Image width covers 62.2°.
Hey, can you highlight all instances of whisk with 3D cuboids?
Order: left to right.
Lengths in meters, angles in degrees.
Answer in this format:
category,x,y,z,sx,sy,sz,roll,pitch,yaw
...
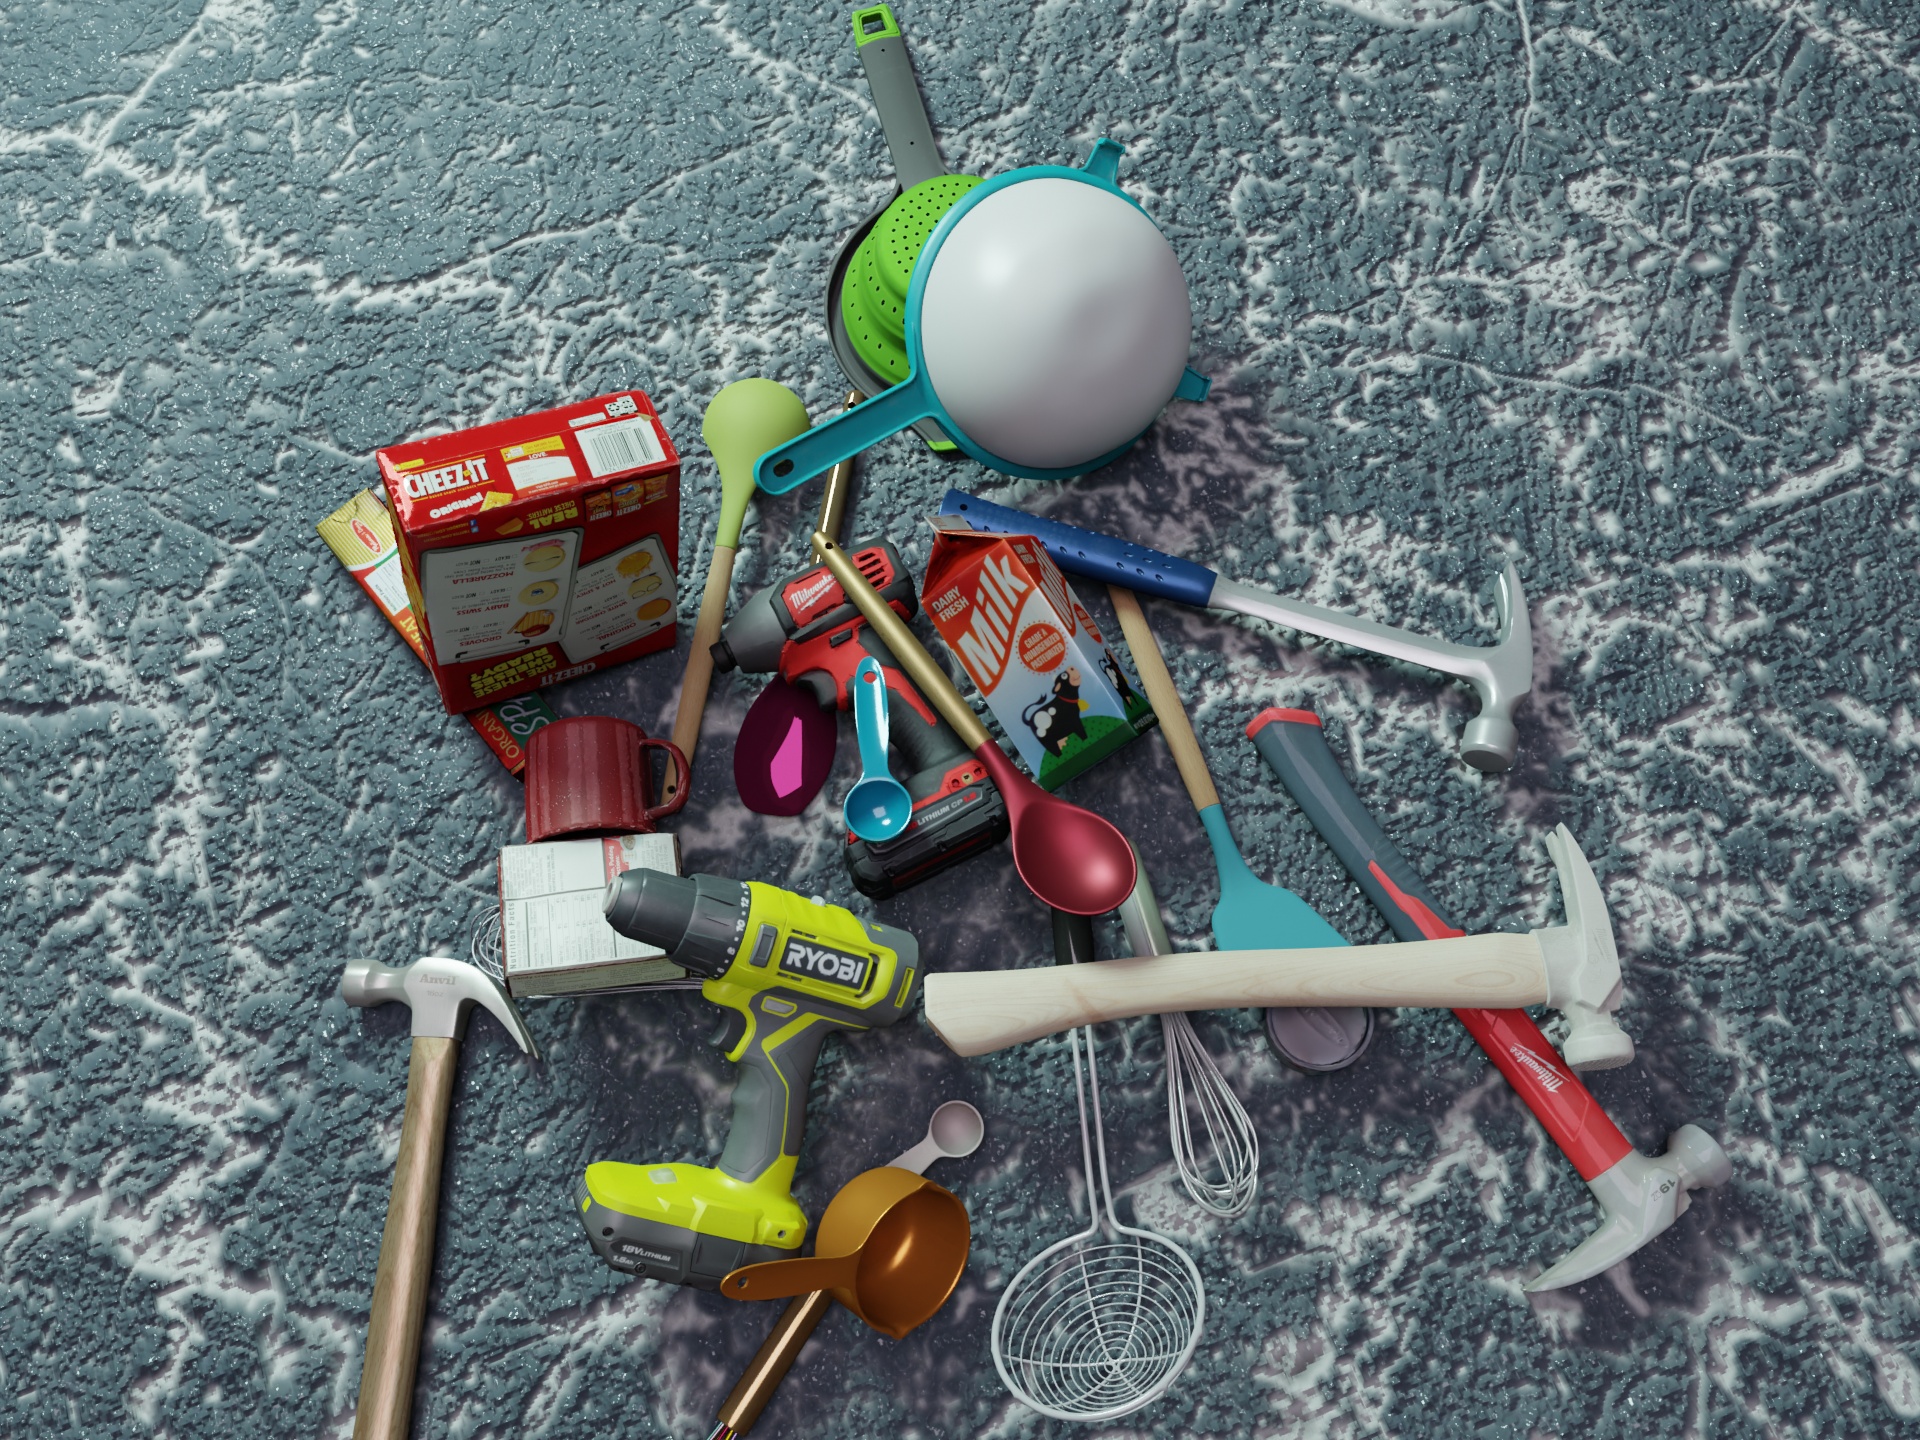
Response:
category,x,y,z,sx,sy,sz,roll,pitch,yaw
whisk,-0.175,0.159,1.017,0.284,0.070,0.070,8,72,2
whisk,-0.145,0.434,0.929,0.051,0.047,0.245,31,73,14
whisk,0.132,0.186,0.991,0.059,0.057,0.247,0,62,-33

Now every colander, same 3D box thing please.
category,x,y,z,sx,sy,sz,roll,pitch,yaw
colander,-0.023,-0.395,1.169,0.204,0.094,0.397,-16,71,-1

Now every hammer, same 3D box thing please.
category,x,y,z,sx,sy,sz,roll,pitch,yaw
hammer,-0.339,0.314,0.988,0.130,0.031,0.331,1,72,5
hammer,0.181,-0.089,1.068,0.405,0.035,0.144,17,65,8
hammer,0.183,0.146,0.953,0.410,0.038,0.146,-3,67,0
hammer,0.292,0.157,0.992,0.143,0.038,0.386,-34,73,-6

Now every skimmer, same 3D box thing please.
category,x,y,z,sx,sy,sz,roll,pitch,yaw
skimmer,0.069,0.222,0.957,0.127,0.090,0.364,-12,69,19

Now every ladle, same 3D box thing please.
category,x,y,z,sx,sy,sz,roll,pitch,yaw
ladle,-0.168,-0.091,1.113,0.078,0.062,0.320,10,79,4
ladle,-0.002,-0.003,0.989,0.069,0.031,0.316,-31,70,-22

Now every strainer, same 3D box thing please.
category,x,y,z,sx,sy,sz,roll,pitch,yaw
strainer,0.023,-0.232,1.046,0.340,0.095,0.210,-31,112,-14

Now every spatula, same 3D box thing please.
category,x,y,z,sx,sy,sz,roll,pitch,yaw
spatula,0.157,0.030,1.041,0.082,0.044,0.318,-18,70,-7

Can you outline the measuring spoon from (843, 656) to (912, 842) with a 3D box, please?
category,x,y,z,sx,sy,sz,roll,pitch,yaw
measuring spoon,-0.053,0.020,0.991,0.042,0.021,0.129,-5,62,-1

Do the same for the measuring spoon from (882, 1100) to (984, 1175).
category,x,y,z,sx,sy,sz,roll,pitch,yaw
measuring spoon,-0.037,0.282,0.989,0.124,0.018,0.034,-38,74,-1

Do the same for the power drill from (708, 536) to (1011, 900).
category,x,y,z,sx,sy,sz,roll,pitch,yaw
power drill,-0.065,-0.002,1.041,0.143,0.078,0.220,-26,75,-6

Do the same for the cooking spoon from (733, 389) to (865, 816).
category,x,y,z,sx,sy,sz,roll,pitch,yaw
cooking spoon,-0.102,-0.088,1.112,0.069,0.017,0.319,8,73,6

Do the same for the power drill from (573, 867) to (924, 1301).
category,x,y,z,sx,sy,sz,roll,pitch,yaw
power drill,-0.143,0.206,0.935,0.190,0.080,0.228,20,86,-21

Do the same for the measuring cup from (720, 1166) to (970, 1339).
category,x,y,z,sx,sy,sz,roll,pitch,yaw
measuring cup,-0.075,0.304,0.912,0.052,0.173,0.095,14,94,50
